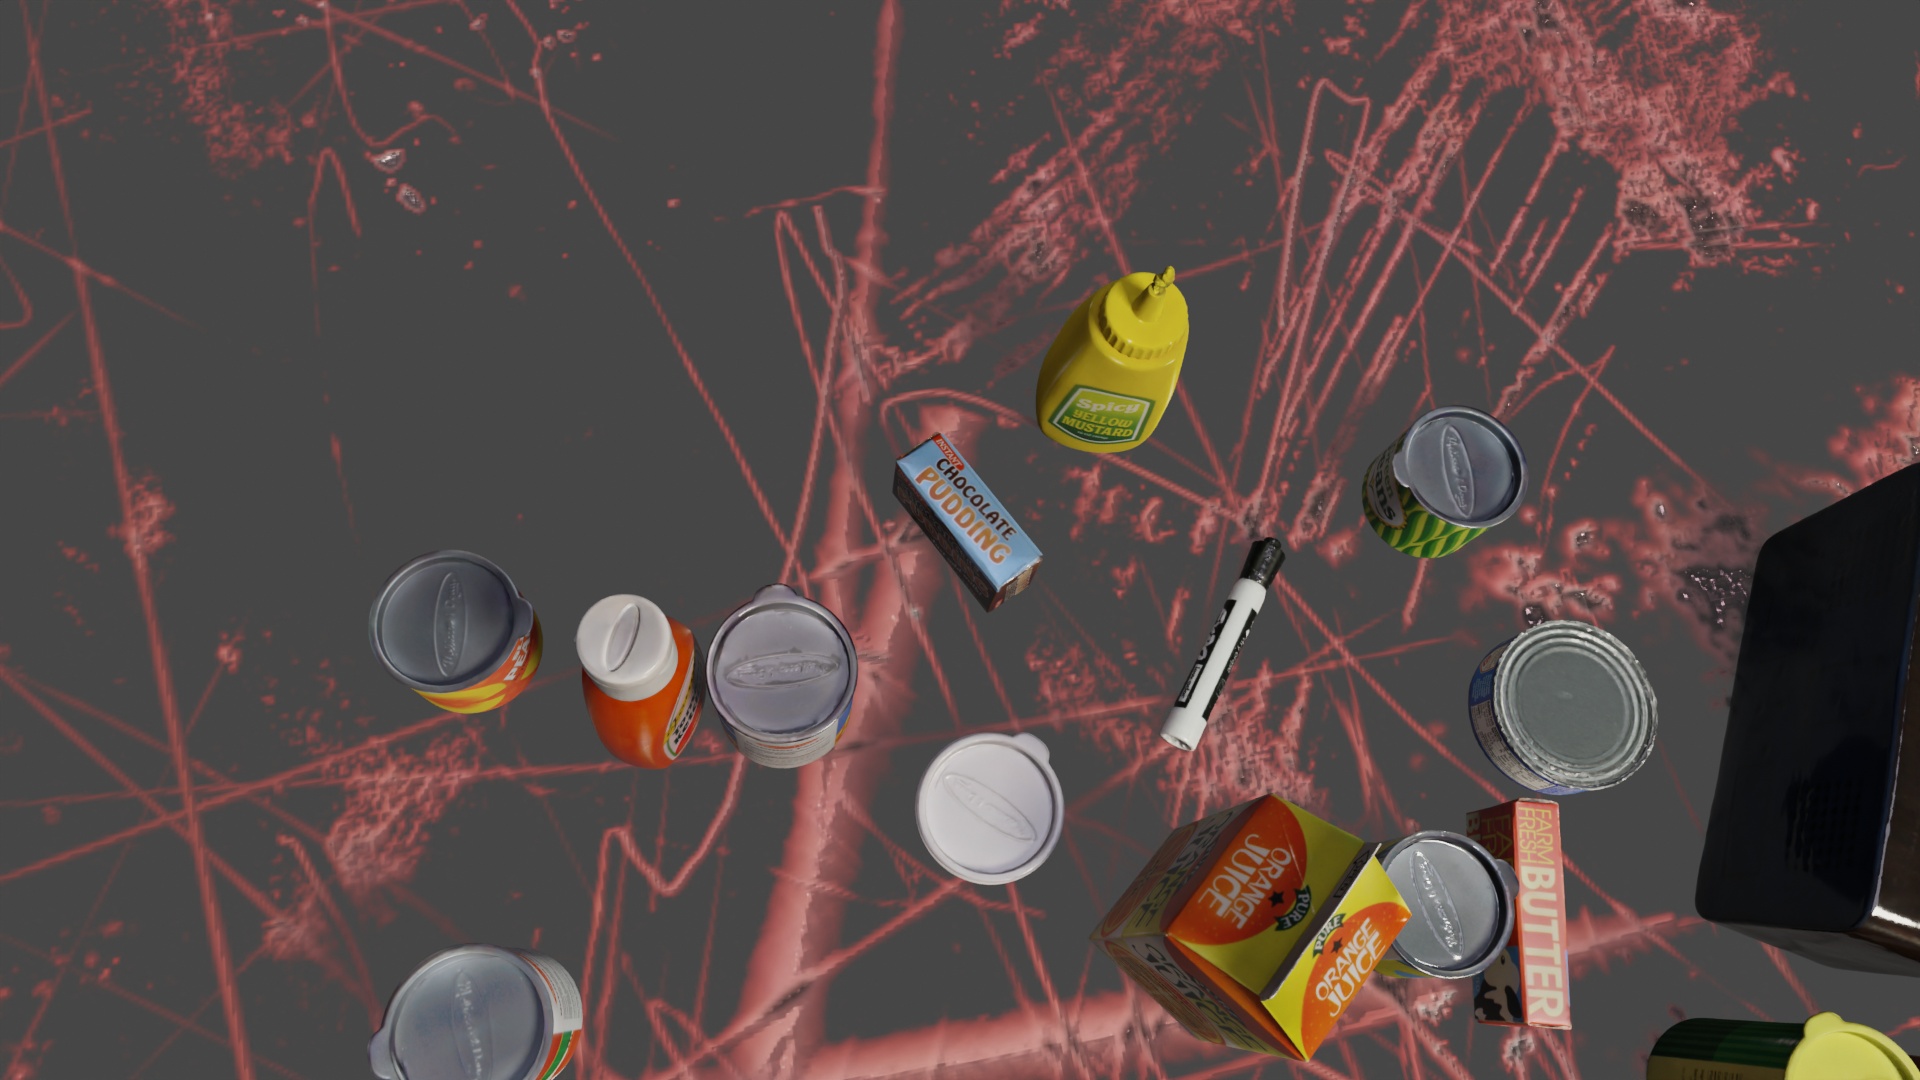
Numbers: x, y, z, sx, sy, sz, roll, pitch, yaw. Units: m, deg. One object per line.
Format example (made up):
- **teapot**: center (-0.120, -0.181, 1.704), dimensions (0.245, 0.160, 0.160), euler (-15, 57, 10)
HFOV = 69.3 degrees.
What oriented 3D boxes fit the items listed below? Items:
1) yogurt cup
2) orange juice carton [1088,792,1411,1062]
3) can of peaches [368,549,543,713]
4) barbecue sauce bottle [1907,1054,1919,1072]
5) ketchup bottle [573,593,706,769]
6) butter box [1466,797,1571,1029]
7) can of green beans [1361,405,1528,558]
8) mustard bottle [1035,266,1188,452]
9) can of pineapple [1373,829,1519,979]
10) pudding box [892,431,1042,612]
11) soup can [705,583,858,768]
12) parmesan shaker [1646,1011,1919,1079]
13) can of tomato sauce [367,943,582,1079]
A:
- **yogurt cup**: center (0.011, 0.127, 0.650), dimensions (0.072, 0.053, 0.072), euler (2, 72, -6)
- **orange juice carton**: center (0.119, 0.161, 0.578), dimensions (0.073, 0.192, 0.072), euler (41, 73, 7)
- **can of peaches**: center (-0.230, 0.044, 0.647), dimensions (0.071, 0.058, 0.071), euler (2, 72, -6)
- **barbecue sauce bottle**: center (0.451, 0.255, 0.609), dimensions (0.065, 0.148, 0.044), euler (34, 72, 5)
- **ketchup bottle**: center (-0.139, 0.059, 0.605), dimensions (0.043, 0.148, 0.065), euler (16, 72, -1)
- **butter box**: center (0.265, 0.178, 0.663), dimensions (0.024, 0.053, 0.104), euler (6, 72, -4)
- **can of green beans**: center (0.251, -0.029, 0.725), dimensions (0.071, 0.057, 0.071), euler (2, 72, -6)
- **mustard bottle**: center (0.077, -0.090, 0.671), dimensions (0.065, 0.159, 0.049), euler (10, 72, -3)
- **can of pineapple**: center (0.219, 0.173, 0.657), dimensions (0.071, 0.057, 0.071), euler (2, 72, -6)
- **pudding box**: center (0.002, -0.009, 0.694), dimensions (0.030, 0.049, 0.084), euler (-36, 80, -15)
- **soup can**: center (-0.082, 0.065, 0.644), dimensions (0.071, 0.083, 0.071), euler (2, 73, -6)
- **parmesan shaker**: center (0.368, 0.248, 0.626), dimensions (0.071, 0.102, 0.071), euler (2, 73, -6)
- **can of tomato sauce**: center (-0.200, 0.206, 0.585), dimensions (0.071, 0.083, 0.071), euler (2, 73, -6)
